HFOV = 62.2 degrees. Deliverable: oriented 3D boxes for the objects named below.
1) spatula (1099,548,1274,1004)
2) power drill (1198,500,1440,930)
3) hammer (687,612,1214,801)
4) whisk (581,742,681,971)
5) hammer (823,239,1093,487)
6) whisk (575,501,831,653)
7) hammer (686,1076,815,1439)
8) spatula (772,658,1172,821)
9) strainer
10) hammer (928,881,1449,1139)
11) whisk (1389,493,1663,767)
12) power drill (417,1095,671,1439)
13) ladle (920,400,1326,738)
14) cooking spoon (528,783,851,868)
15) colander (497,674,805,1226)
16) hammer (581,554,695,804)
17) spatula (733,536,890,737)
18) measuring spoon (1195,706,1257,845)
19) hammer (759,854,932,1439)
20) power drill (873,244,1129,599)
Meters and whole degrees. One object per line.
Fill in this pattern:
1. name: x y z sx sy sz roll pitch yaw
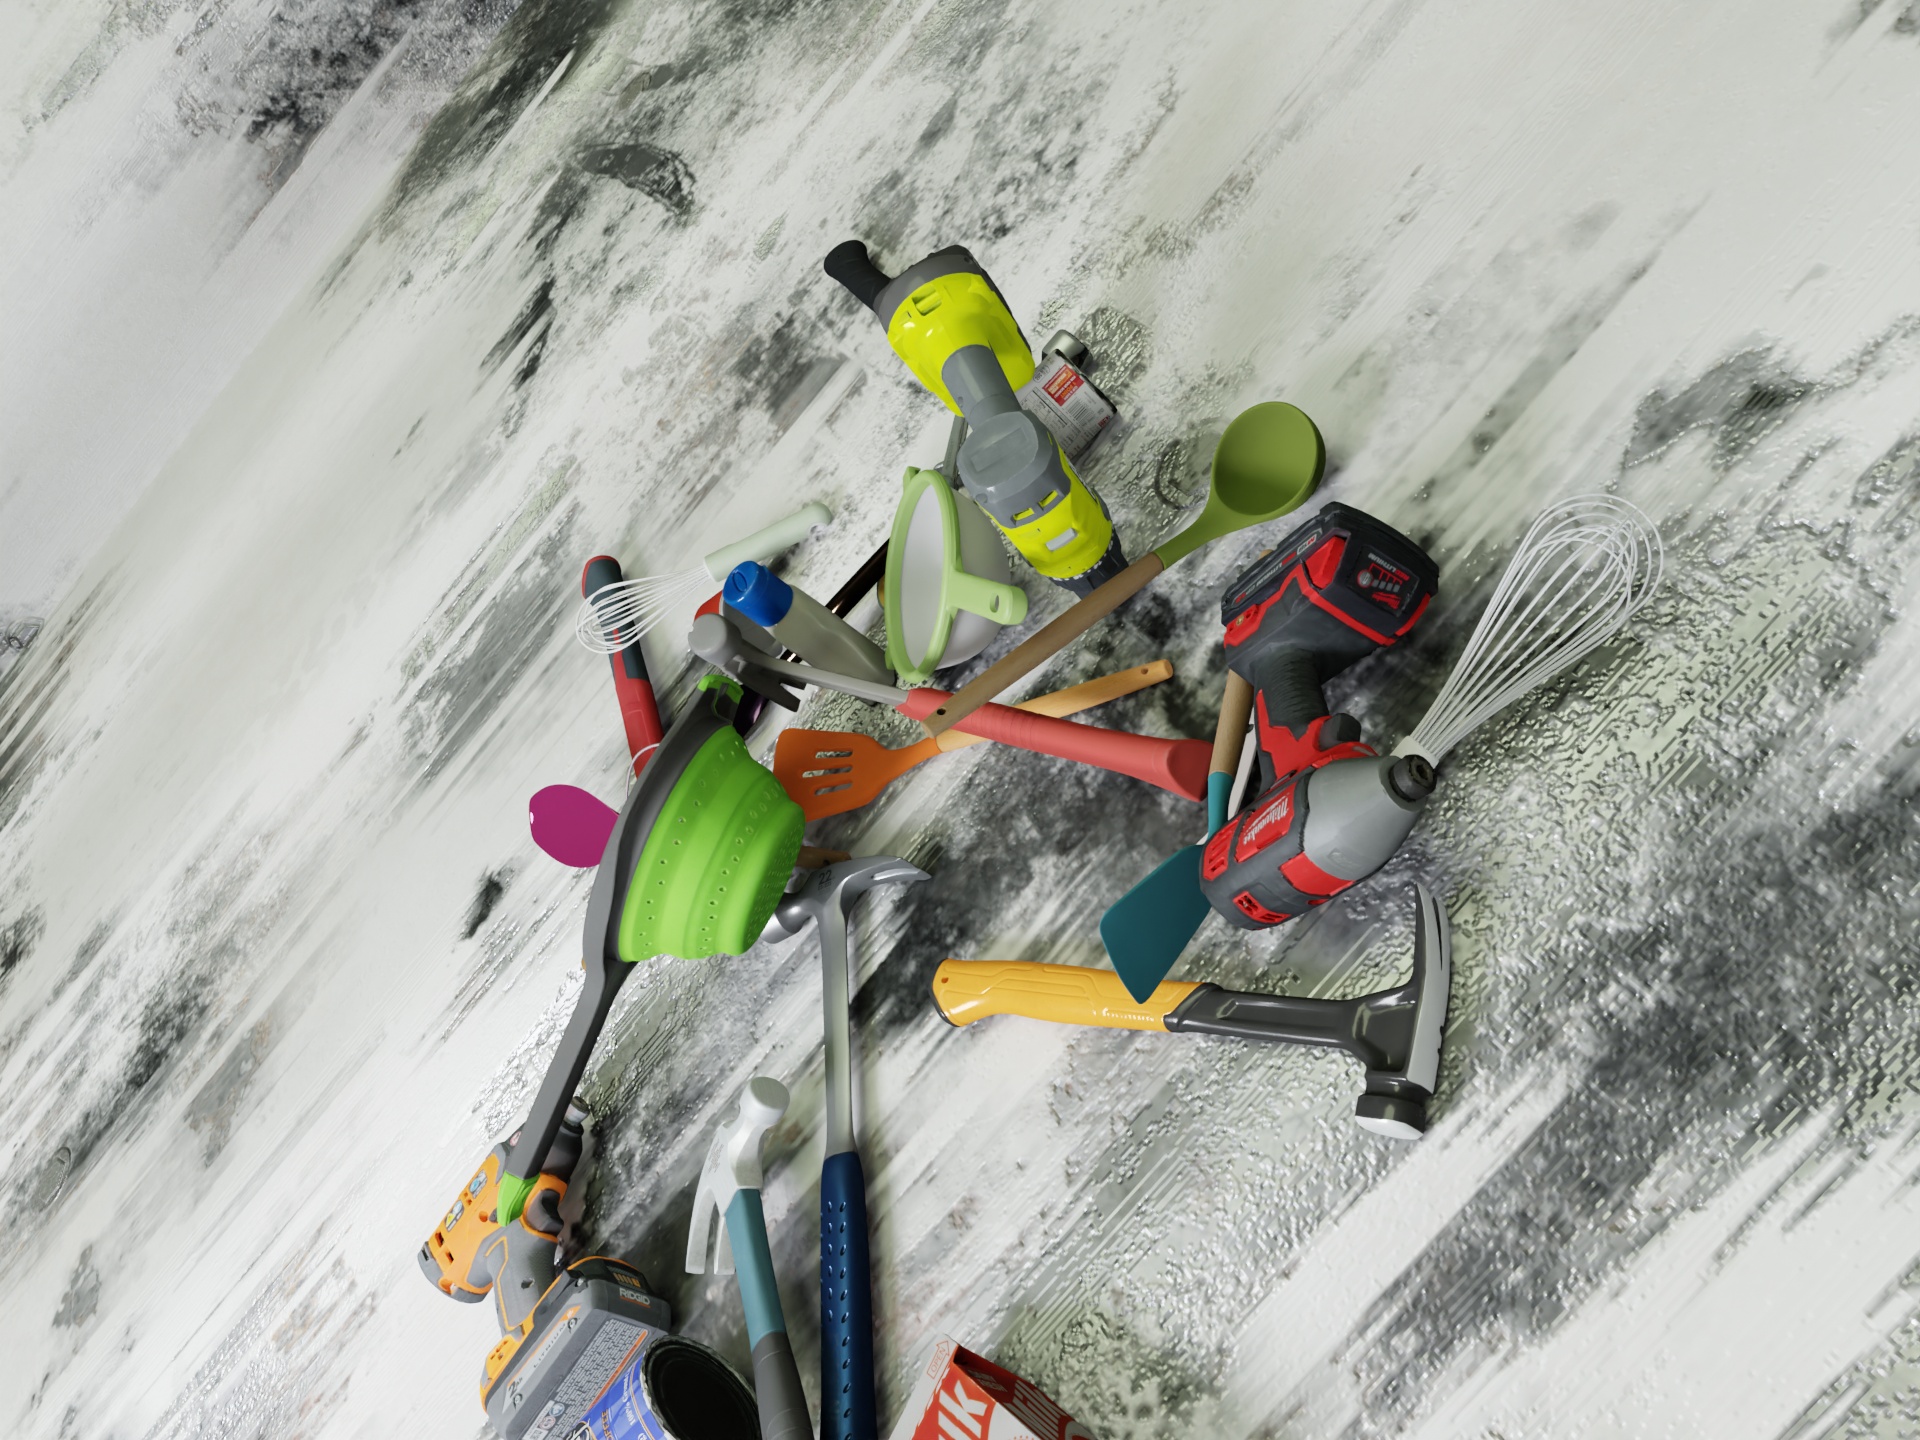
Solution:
1. spatula: 0.147 0.013 0.933 0.044 0.082 0.318 -2 48 27
2. power drill: 0.197 -0.004 0.855 0.143 0.078 0.220 -42 27 46
3. hammer: -0.002 -0.003 1.051 0.359 0.149 0.037 14 80 26
4. whisk: -0.248 0.104 1.219 0.047 0.051 0.244 52 130 35
5. hammer: -0.034 -0.335 1.379 0.149 0.036 0.409 -48 41 8
6. whisk: -0.222 -0.127 1.368 0.246 0.057 0.059 -26 74 5
7. hammer: -0.108 0.375 0.925 0.128 0.033 0.331 -61 31 28
8. spatula: 0.001 0.007 1.111 0.322 0.041 0.081 -19 59 32
9. strainer: 0.014 -0.091 1.083 0.256 0.069 0.151 -151 65 -68
10. hammer: 0.115 0.155 0.911 0.337 0.034 0.127 -4 62 42
11. whisk: 0.266 -0.004 0.862 0.284 0.070 0.070 -51 41 11
12. power drill: -0.287 0.374 1.108 0.164 0.084 0.227 -54 38 -2
13. ladle: 0.101 -0.093 0.996 0.320 0.062 0.078 -36 50 -13
14. cooking spoon: -0.217 0.092 1.226 0.319 0.017 0.068 5 102 31
15. colander: -0.199 0.169 1.079 0.094 0.204 0.397 23 88 6
16. hammer: -0.278 -0.039 1.395 0.143 0.038 0.387 -47 40 19
17. spatula: -0.123 -0.064 1.270 0.316 0.018 0.060 -44 41 23
18. measuring spoon: 0.166 0.047 0.955 0.034 0.018 0.124 -7 53 41
19. hammer: -0.073 0.266 1.010 0.144 0.035 0.406 -28 47 27
20. power drill: 0.036 -0.190 1.070 0.080 0.190 0.229 -31 58 12
